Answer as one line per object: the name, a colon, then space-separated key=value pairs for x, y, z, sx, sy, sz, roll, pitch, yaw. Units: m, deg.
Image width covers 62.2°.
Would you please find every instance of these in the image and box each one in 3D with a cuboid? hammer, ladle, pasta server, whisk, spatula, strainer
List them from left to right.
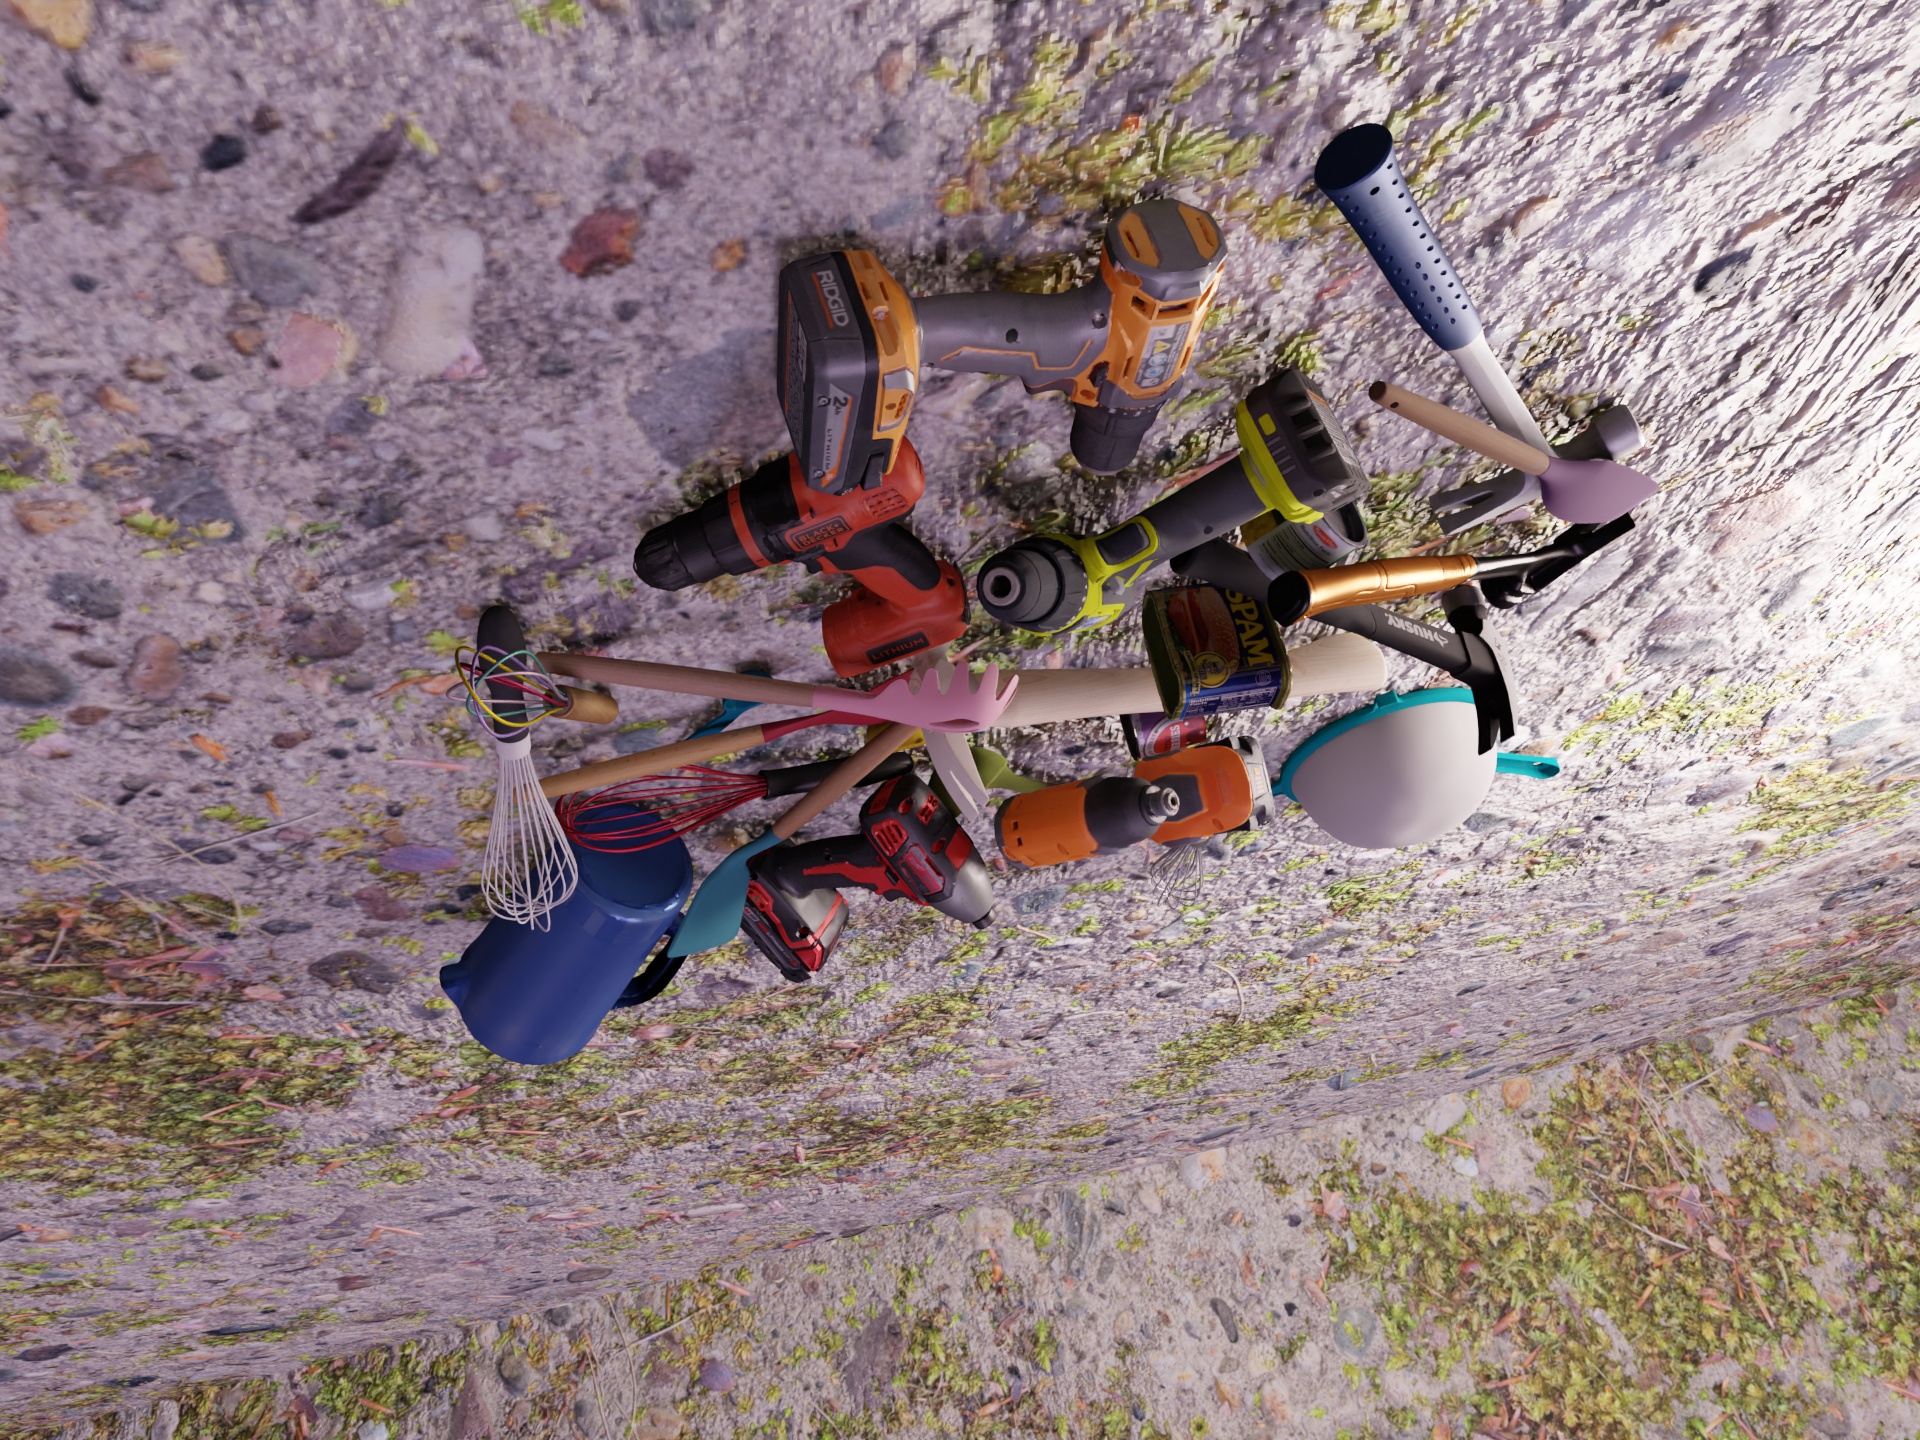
whisk: x=-0.300 y=0.037 z=1.075 sx=0.070 sy=0.070 sz=0.284 roll=-7 pitch=132 yaw=-15
whisk: x=-0.259 y=-0.017 z=0.993 sx=0.051 sy=0.047 sz=0.245 roll=-60 pitch=174 yaw=0
ladle: x=-0.169 y=0.015 z=1.153 sx=0.315 sy=0.031 sz=0.069 roll=-15 pitch=168 yaw=-7
whisk: x=-0.170 y=0.052 z=1.222 sx=0.295 sy=0.073 sz=0.073 roll=-8 pitch=152 yaw=-27
pasta server: x=-0.121 y=-0.026 z=1.042 sx=0.316 sy=0.040 sz=0.060 roll=7 pitch=160 yaw=2
spatula: x=-0.115 y=0.080 z=1.215 sx=0.317 sy=0.044 sz=0.082 roll=-40 pitch=162 yaw=29
ladle: x=0.090 y=0.073 z=1.389 sx=0.320 sy=0.062 sz=0.078 roll=13 pitch=133 yaw=-46
hammer: x=0.158 y=-0.016 z=1.189 sx=0.410 sy=0.146 sz=0.038 roll=-5 pitch=151 yaw=-27
whisk: x=0.230 y=0.118 z=1.556 sx=0.059 sy=0.058 sz=0.246 roll=-41 pitch=160 yaw=-28
hammer: x=0.285 y=-0.074 z=1.158 sx=0.334 sy=0.146 sz=0.035 roll=16 pitch=142 yaw=-32
hammer: x=0.338 y=-0.106 z=1.117 sx=0.336 sy=0.034 sz=0.127 roll=-11 pitch=159 yaw=-39
strainer: x=0.467 y=0.067 z=1.518 sx=0.340 sy=0.095 sz=0.211 roll=5 pitch=146 yaw=-31
hammer: x=0.302 y=-0.225 z=0.967 sx=0.144 sy=0.035 sz=0.405 roll=-29 pitch=149 yaw=23
spatula: x=0.361 y=-0.171 z=1.035 sx=0.315 sy=0.018 sz=0.059 roll=10 pitch=143 yaw=-41

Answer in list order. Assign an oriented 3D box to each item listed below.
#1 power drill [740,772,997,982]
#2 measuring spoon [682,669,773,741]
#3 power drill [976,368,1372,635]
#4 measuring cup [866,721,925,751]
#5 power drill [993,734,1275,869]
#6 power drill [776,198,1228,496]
power drill: x=-0.078 y=0.135 z=1.304 sx=0.219 sy=0.079 sz=0.143 roll=-24 pitch=114 yaw=36
measuring spoon: x=-0.176 y=-0.008 z=1.155 sx=0.042 sy=0.021 sz=0.128 roll=-7 pitch=163 yaw=-41
power drill: x=0.123 y=-0.121 z=0.972 sx=0.228 sy=0.080 sz=0.190 roll=-28 pitch=174 yaw=21
measuring cup: x=-0.002 y=-0.004 z=1.236 sx=0.156 sy=0.029 sz=0.062 roll=-16 pitch=179 yaw=-26
power drill: x=0.159 y=0.067 z=1.294 sx=0.226 sy=0.084 sz=0.164 roll=-9 pitch=175 yaw=-45
power drill: x=0.019 y=-0.185 z=0.860 sx=0.226 sy=0.084 sz=0.185 roll=-13 pitch=154 yaw=-14
